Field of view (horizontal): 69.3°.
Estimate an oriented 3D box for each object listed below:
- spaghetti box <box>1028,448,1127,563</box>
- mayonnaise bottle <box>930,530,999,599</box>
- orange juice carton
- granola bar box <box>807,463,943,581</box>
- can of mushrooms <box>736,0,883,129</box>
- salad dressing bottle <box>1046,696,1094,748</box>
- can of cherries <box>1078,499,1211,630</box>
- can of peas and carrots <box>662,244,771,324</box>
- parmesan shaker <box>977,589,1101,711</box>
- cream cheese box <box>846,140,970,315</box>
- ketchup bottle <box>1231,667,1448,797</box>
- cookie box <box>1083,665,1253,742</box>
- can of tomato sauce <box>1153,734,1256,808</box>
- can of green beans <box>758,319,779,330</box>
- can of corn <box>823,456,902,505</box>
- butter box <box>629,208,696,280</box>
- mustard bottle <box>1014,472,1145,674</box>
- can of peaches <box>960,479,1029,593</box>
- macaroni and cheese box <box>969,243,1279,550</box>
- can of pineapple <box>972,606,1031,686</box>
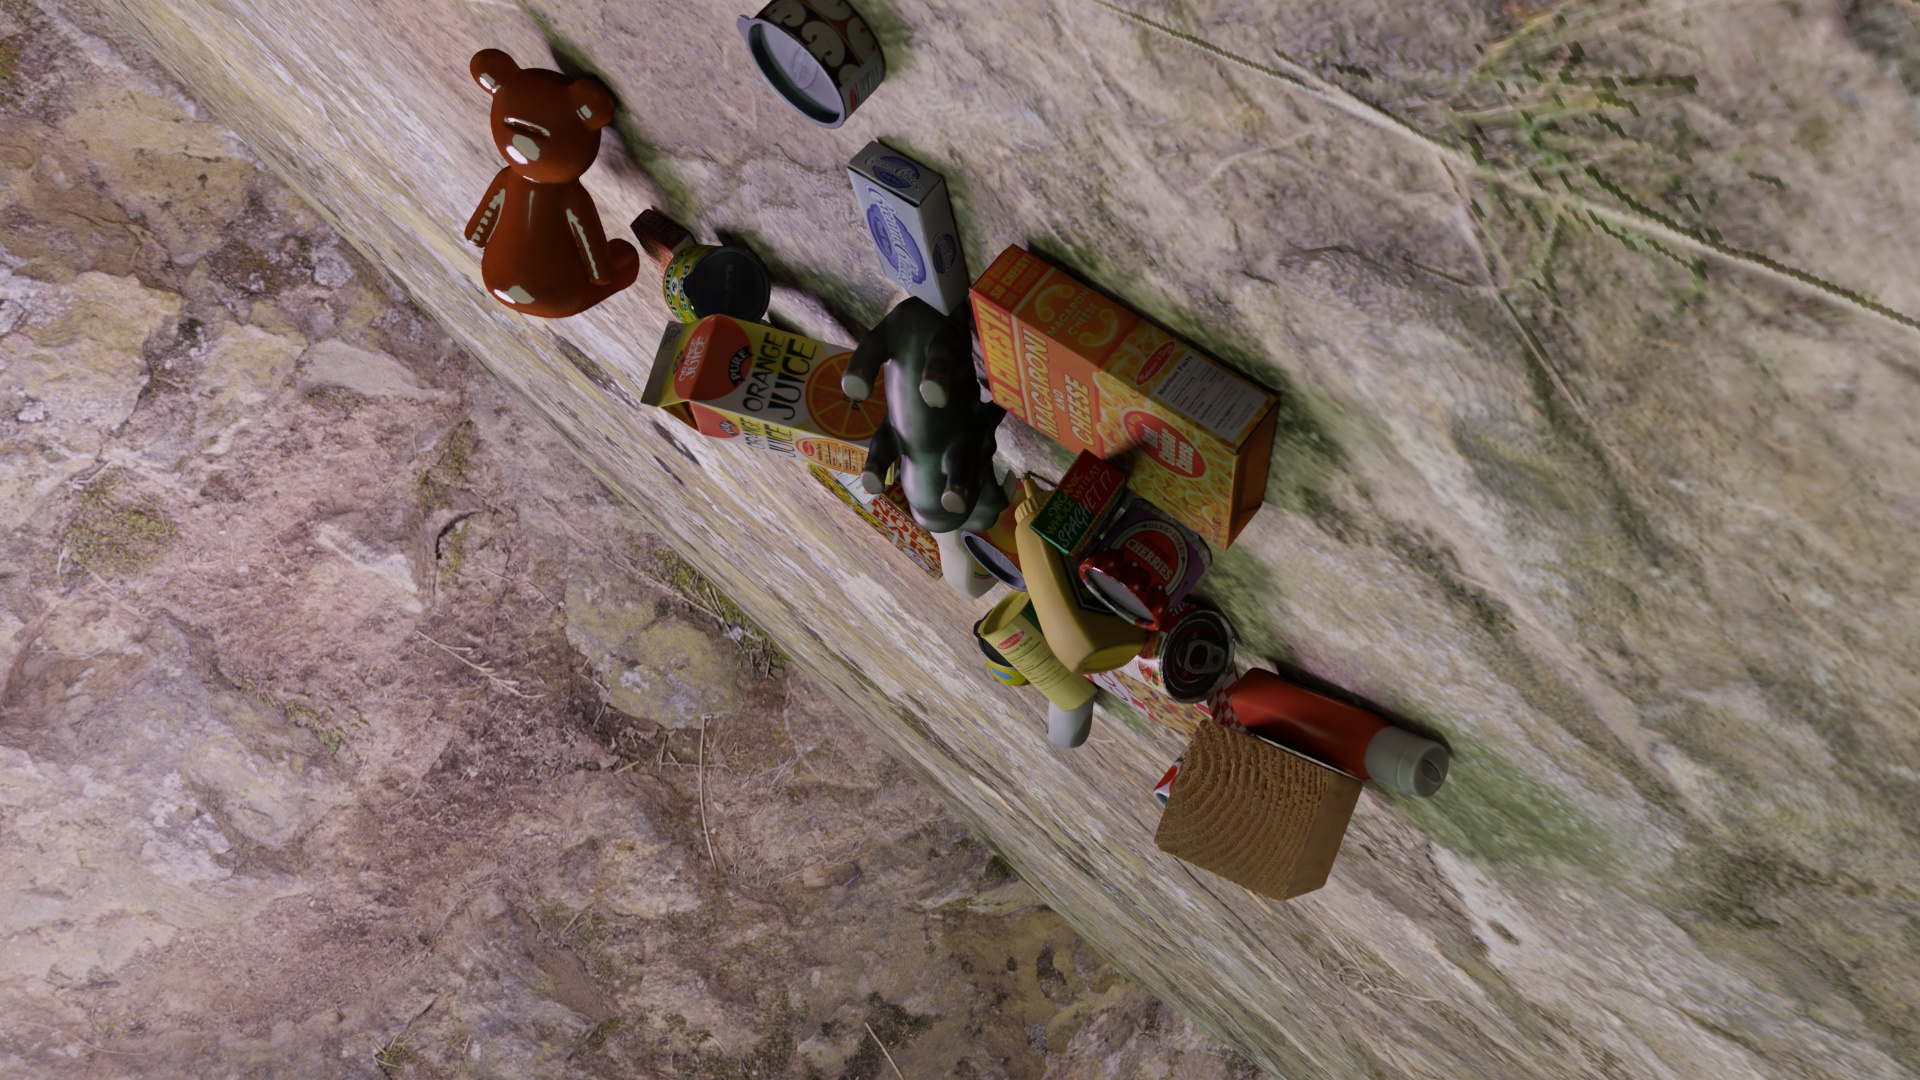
[{"bbox_3d":[0.071,-0.015,0.817,0.029,0.050,0.250,36,-178,6],"label":"spaghetti box"},{"bbox_3d":[0.004,-0.014,1.113,0.041,0.065,0.147,30,158,28],"label":"mayonnaise bottle"},{"bbox_3d":[-0.133,-0.107,1.018,0.193,0.072,0.073,15,163,1],"label":"orange juice carton"},{"bbox_3d":[-0.065,-0.038,1.261,0.165,0.039,0.124,40,166,2],"label":"granola bar box"},{"bbox_3d":[-0.074,-0.241,0.685,0.071,0.033,0.071,38,166,11],"label":"can of mushrooms"},{"bbox_3d":[0.108,0.154,1.353,0.044,0.064,0.147,18,151,12],"label":"salad dressing bottle"},{"bbox_3d":[0.119,0.016,0.901,0.071,0.058,0.071,38,166,12],"label":"can of cherries"},{"bbox_3d":[-0.189,-0.192,1.059,0.070,0.071,0.059,50,164,-31],"label":"can of peas and carrots"},{"bbox_3d":[0.075,0.096,1.236,0.103,0.071,0.071,44,165,-13],"label":"parmesan shaker"},{"bbox_3d":[-0.028,-0.175,0.784,0.053,0.024,0.103,35,165,23],"label":"cream cheese box"},{"bbox_3d":[0.252,0.129,0.924,0.064,0.043,0.149,40,169,-35],"label":"ketchup bottle"},{"bbox_3d":[0.149,0.100,1.116,0.168,0.040,0.122,30,162,34],"label":"cookie box"},{"bbox_3d":[0.209,0.196,1.155,0.071,0.083,0.071,38,165,12],"label":"can of tomato sauce"},{"bbox_3d":[-0.159,-0.141,1.143,0.058,0.071,0.071,35,164,24],"label":"can of green beans"},{"bbox_3d":[-0.079,-0.073,1.144,0.058,0.071,0.071,45,165,-14],"label":"can of corn"},{"bbox_3d":[-0.233,-0.228,1.162,0.053,0.024,0.103,34,164,25],"label":"butter box"},{"bbox_3d":[0.073,0.015,0.971,0.048,0.065,0.161,-52,53,45],"label":"mustard bottle"},{"bbox_3d":[0.045,-0.002,1.041,0.071,0.058,0.071,37,165,12],"label":"can of peaches"},{"bbox_3d":[0.087,-0.076,0.748,0.167,0.040,0.123,35,165,20],"label":"macaroni and cheese box"},{"bbox_3d":[0.051,0.097,1.307,0.071,0.071,0.057,35,165,22],"label":"can of pineapple"}]
